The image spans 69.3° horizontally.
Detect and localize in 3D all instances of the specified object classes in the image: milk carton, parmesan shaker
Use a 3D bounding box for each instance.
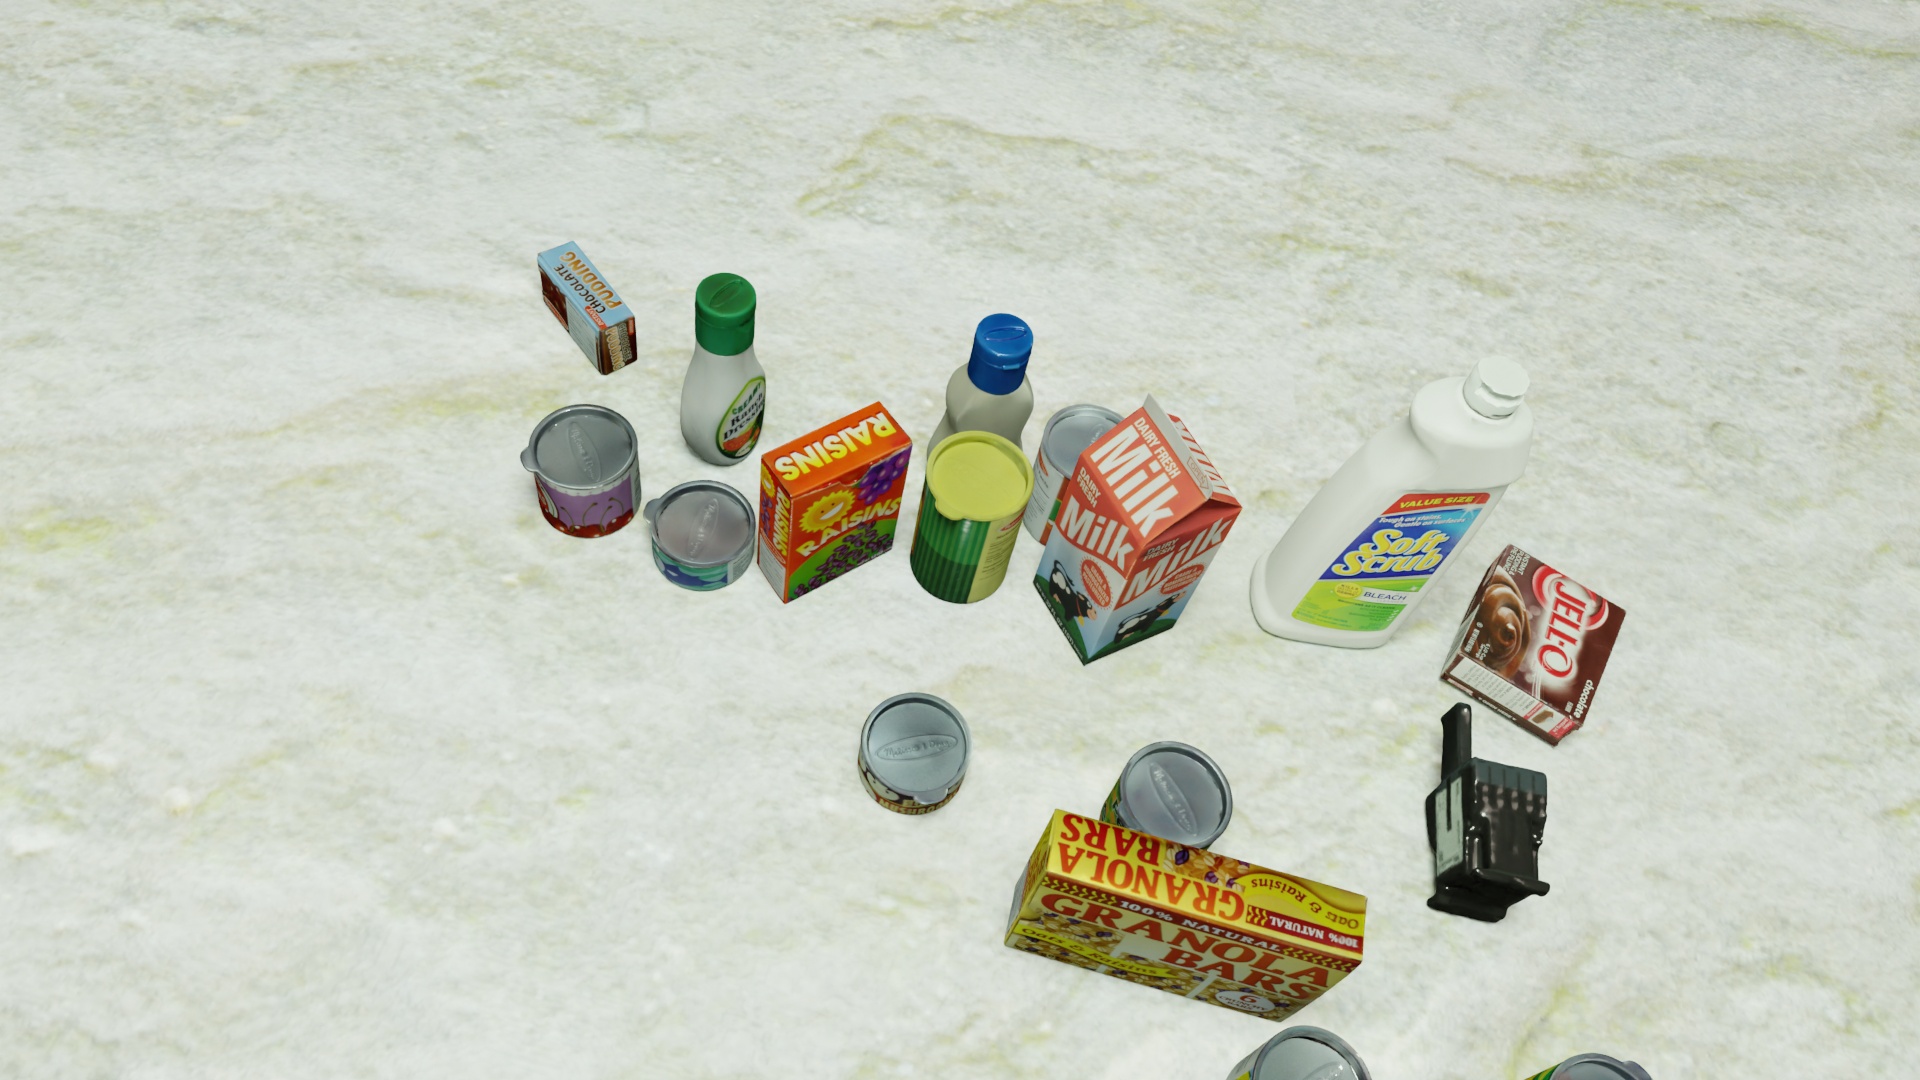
[{"bbox_3d":[0.108,-0.007,0.841,0.074,0.189,0.072,-21,63,-21],"label":"milk carton"},{"bbox_3d":[0.003,-0.011,0.878,0.071,0.102,0.071,5,57,-7],"label":"parmesan shaker"}]

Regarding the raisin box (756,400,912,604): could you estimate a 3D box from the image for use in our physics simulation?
[{"bbox_3d":[-0.080,-0.021,0.858,0.086,0.122,0.040,-27,65,-24],"label":"raisin box"}]

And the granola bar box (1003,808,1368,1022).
[{"bbox_3d":[0.115,0.205,0.743,0.166,0.123,0.039,16,56,1],"label":"granola bar box"}]

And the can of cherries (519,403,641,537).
[{"bbox_3d":[-0.240,-0.043,0.884,0.071,0.058,0.072,5,57,-7],"label":"can of cherries"}]

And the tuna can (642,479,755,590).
[{"bbox_3d":[-0.167,-0.004,0.886,0.071,0.032,0.071,5,57,-7],"label":"tuna can"}]

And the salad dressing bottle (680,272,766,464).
[{"bbox_3d":[-0.151,-0.108,0.888,0.044,0.147,0.064,33,58,12],"label":"salad dressing bottle"}]

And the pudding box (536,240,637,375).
[{"bbox_3d":[-0.259,-0.162,0.963,0.030,0.049,0.084,-31,67,-26],"label":"pudding box"}]

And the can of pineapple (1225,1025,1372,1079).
[{"bbox_3d":[0.178,0.298,0.733,0.071,0.057,0.071,5,57,-7],"label":"can of pineapple"}]

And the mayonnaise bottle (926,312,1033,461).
[{"bbox_3d":[0.017,-0.086,0.903,0.065,0.147,0.041,-9,59,-15],"label":"mayonnaise bottle"}]

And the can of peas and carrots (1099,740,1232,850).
[{"bbox_3d":[0.117,0.160,0.812,0.071,0.058,0.071,5,57,-7],"label":"can of peas and carrots"}]

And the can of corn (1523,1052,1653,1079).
[{"bbox_3d":[0.335,0.315,0.748,0.071,0.058,0.071,5,57,-7],"label":"can of corn"}]

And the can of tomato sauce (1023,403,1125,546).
[{"bbox_3d":[0.081,-0.039,0.922,0.071,0.082,0.071,5,57,-7],"label":"can of tomato sauce"}]

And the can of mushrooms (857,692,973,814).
[{"bbox_3d":[-0.027,0.129,0.823,0.071,0.033,0.071,5,57,-7],"label":"can of mushrooms"}]
